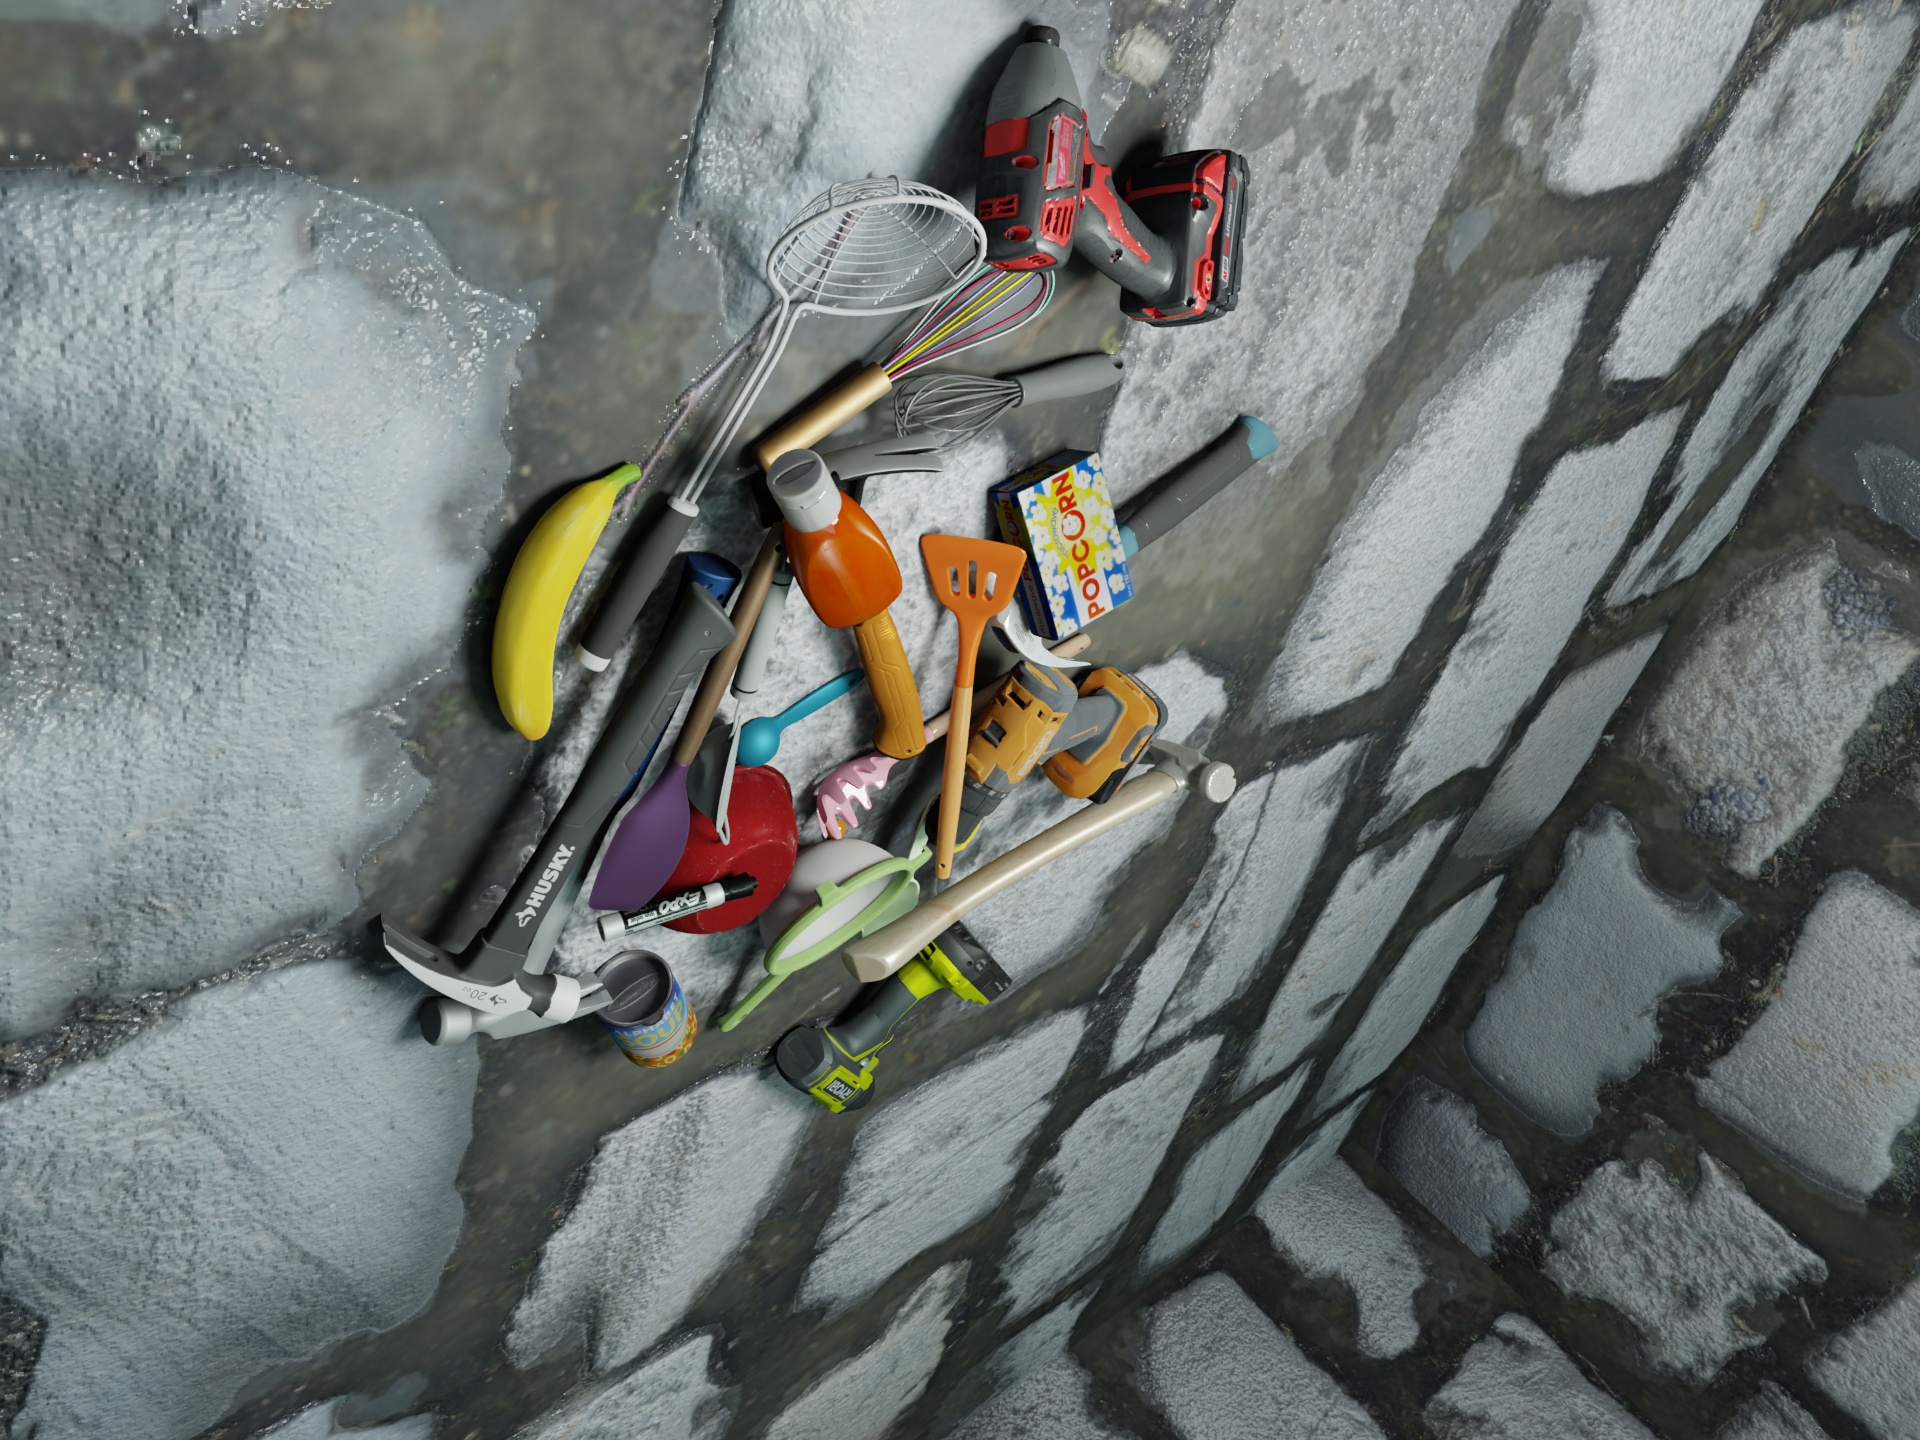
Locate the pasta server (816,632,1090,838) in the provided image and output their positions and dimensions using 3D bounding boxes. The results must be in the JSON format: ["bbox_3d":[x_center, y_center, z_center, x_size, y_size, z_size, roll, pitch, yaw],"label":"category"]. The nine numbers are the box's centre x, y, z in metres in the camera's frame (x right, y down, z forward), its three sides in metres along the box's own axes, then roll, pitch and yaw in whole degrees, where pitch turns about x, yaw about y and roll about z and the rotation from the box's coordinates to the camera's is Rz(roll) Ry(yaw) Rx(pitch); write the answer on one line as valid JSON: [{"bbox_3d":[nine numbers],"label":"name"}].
[{"bbox_3d":[-0.001,0.003,1.356,0.316,0.040,0.060,-31,154,-28],"label":"pasta server"}]

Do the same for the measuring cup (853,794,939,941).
[{"bbox_3d":[-0.060,0.128,1.422,0.083,0.038,0.167,-16,135,-54],"label":"measuring cup"}]

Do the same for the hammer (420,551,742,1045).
[{"bbox_3d":[-0.246,0.064,1.114,0.144,0.035,0.405,2,124,-49],"label":"hammer"}]

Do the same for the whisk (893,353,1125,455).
[{"bbox_3d":[0.040,-0.232,1.130,0.239,0.055,0.055,-24,142,-41],"label":"whisk"}]

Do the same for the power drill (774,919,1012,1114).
[{"bbox_3d":[-0.064,0.296,1.582,0.223,0.080,0.171,-41,149,-4],"label":"power drill"}]

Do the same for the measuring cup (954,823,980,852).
[{"bbox_3d":[0.024,0.064,1.479,0.156,0.029,0.062,-41,146,-35],"label":"measuring cup"}]

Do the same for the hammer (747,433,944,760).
[{"bbox_3d":[-0.056,-0.073,1.159,0.127,0.034,0.336,-15,146,-2],"label":"hammer"}]

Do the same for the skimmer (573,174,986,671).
[{"bbox_3d":[-0.121,-0.165,0.956,0.363,0.090,0.127,-56,149,14],"label":"skimmer"}]

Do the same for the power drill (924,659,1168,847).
[{"bbox_3d":[0.072,0.033,1.412,0.226,0.084,0.185,-1,130,-57],"label":"power drill"}]

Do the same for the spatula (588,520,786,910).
[{"bbox_3d":[-0.178,0.005,1.076,0.059,0.018,0.315,7,120,-39],"label":"spatula"}]

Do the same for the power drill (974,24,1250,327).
[{"bbox_3d":[0.095,-0.340,1.017,0.219,0.078,0.143,5,90,-49],"label":"power drill"}]

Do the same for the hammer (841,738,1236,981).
[{"bbox_3d":[0.061,0.124,1.482,0.410,0.146,0.038,-28,117,-26],"label":"hammer"}]

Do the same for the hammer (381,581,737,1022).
[{"bbox_3d":[-0.249,0.053,1.044,0.146,0.035,0.334,24,107,-34],"label":"hammer"}]

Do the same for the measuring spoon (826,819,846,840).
[{"bbox_3d":[-0.103,0.125,1.391,0.021,0.011,0.116,-34,148,-22],"label":"measuring spoon"}]

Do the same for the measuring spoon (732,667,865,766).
[{"bbox_3d":[-0.118,-0.002,1.215,0.128,0.021,0.042,-34,147,-24],"label":"measuring spoon"}]

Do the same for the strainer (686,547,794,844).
[{"bbox_3d":[-0.154,-0.017,1.106,0.050,0.087,0.258,17,123,-9],"label":"strainer"}]

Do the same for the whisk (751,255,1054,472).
[{"bbox_3d":[-0.034,-0.236,1.038,0.245,0.047,0.051,-37,136,-9],"label":"whisk"}]

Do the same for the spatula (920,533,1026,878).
[{"bbox_3d":[-0.002,-0.004,1.275,0.041,0.081,0.322,-71,168,-61],"label":"spatula"}]

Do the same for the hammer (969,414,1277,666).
[{"bbox_3d":[0.150,-0.161,1.333,0.331,0.033,0.128,-39,120,-24],"label":"hammer"}]

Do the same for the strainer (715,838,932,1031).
[{"bbox_3d":[-0.148,0.175,1.358,0.256,0.069,0.151,-45,163,31],"label":"strainer"}]
